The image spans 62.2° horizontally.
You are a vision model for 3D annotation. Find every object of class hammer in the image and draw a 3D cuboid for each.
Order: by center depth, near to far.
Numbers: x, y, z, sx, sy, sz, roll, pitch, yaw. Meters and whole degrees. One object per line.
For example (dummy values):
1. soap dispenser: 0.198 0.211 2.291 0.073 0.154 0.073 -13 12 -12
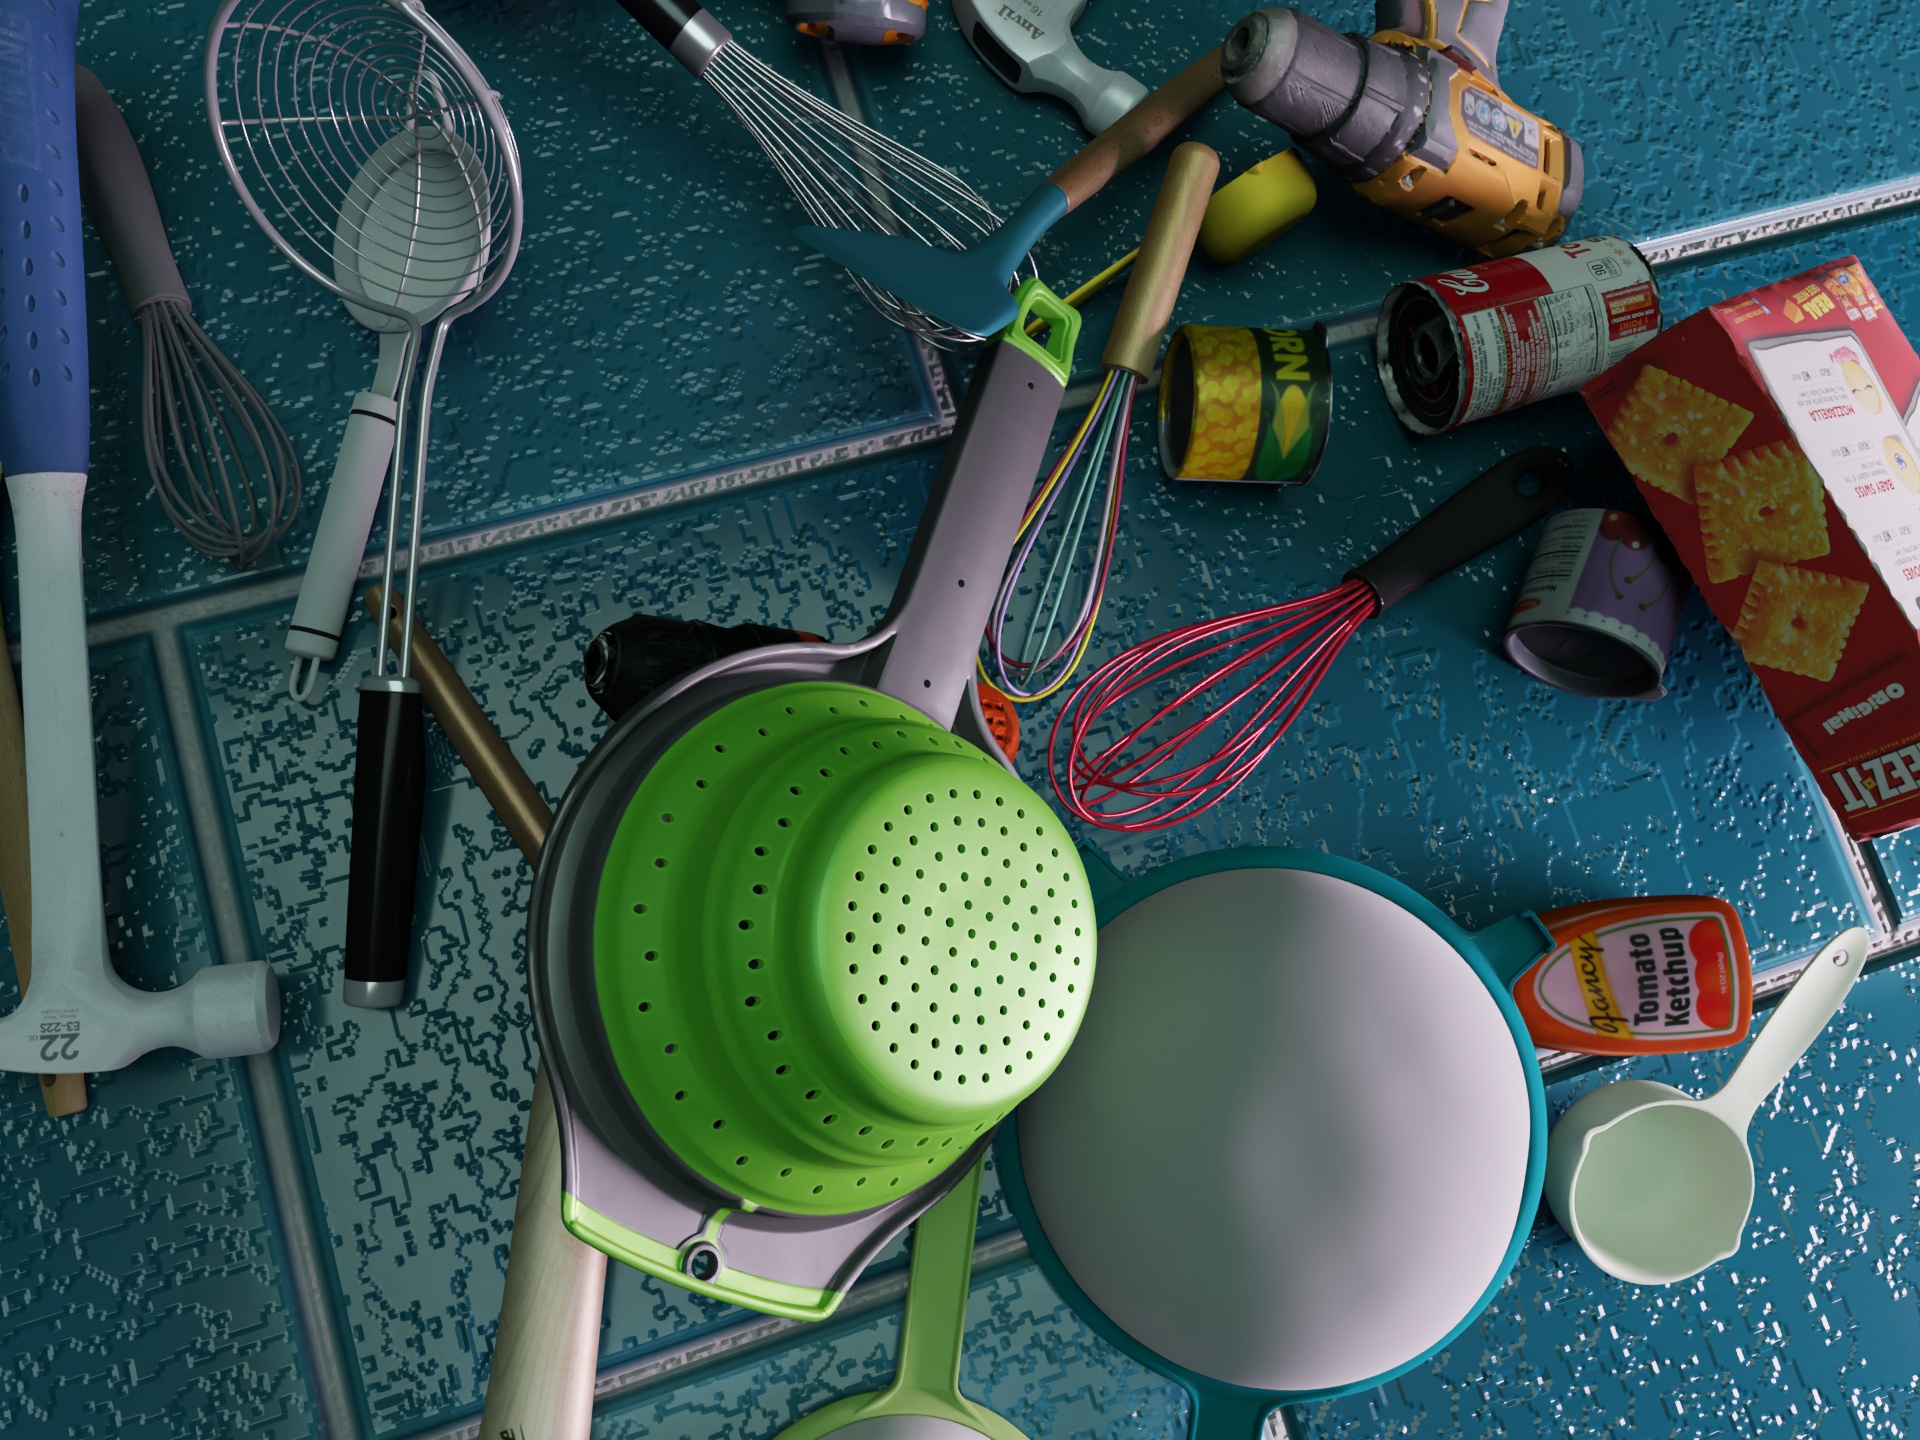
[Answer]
1. hammer: -0.334 -0.077 0.570 0.144 0.035 0.405 -4 87 -15
2. hammer: -0.152 0.176 0.577 0.146 0.038 0.411 8 80 -4
3. hammer: 0.110 -0.428 0.761 0.128 0.033 0.331 35 75 0

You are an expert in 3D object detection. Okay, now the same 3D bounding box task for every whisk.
1. whisk: -0.322 -0.167 0.638 0.055 0.055 0.239 -23 78 -12
2. whisk: -0.081 -0.253 0.651 0.284 0.070 0.070 39 75 -14
3. whisk: 0.058 -0.125 0.659 0.047 0.051 0.245 19 88 6
4. whisk: 0.156 -0.043 0.671 0.296 0.073 0.073 -32 84 -20

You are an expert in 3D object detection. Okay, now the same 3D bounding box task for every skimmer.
1. skimmer: -0.222 -0.074 0.575 0.127 0.090 0.363 4 90 20

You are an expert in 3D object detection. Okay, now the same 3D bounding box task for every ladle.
1. ladle: -0.370 -0.010 0.592 0.078 0.062 0.320 -16 82 10

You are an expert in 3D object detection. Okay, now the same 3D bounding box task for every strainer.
1. strainer: -0.013 0.269 0.569 0.151 0.069 0.256 9 78 -6
2. strainer: 0.105 0.212 0.570 0.211 0.095 0.340 9 83 6
3. strainer: -0.234 -0.132 0.645 0.087 0.050 0.258 8 81 28

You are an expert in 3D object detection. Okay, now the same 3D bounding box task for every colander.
1. colander: -0.001 -0.002 0.539 0.204 0.094 0.397 32 64 -29

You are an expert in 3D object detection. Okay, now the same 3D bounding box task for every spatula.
1. spatula: -0.146 0.078 0.621 0.060 0.018 0.316 -33 85 -10
2. spatula: 0.055 -0.234 0.654 0.082 0.044 0.317 32 54 15

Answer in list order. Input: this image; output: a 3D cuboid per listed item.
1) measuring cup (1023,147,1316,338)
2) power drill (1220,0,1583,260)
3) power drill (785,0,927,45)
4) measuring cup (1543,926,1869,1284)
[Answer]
1. measuring cup: 0.090 -0.198 0.703 0.156 0.062 0.029 -34 94 -3
2. power drill: 0.196 -0.333 0.703 0.185 0.084 0.226 12 77 -30
3. power drill: -0.121 -0.385 0.672 0.226 0.084 0.164 3 104 -8
4. measuring cup: 0.298 0.146 0.635 0.083 0.038 0.167 38 91 -10
